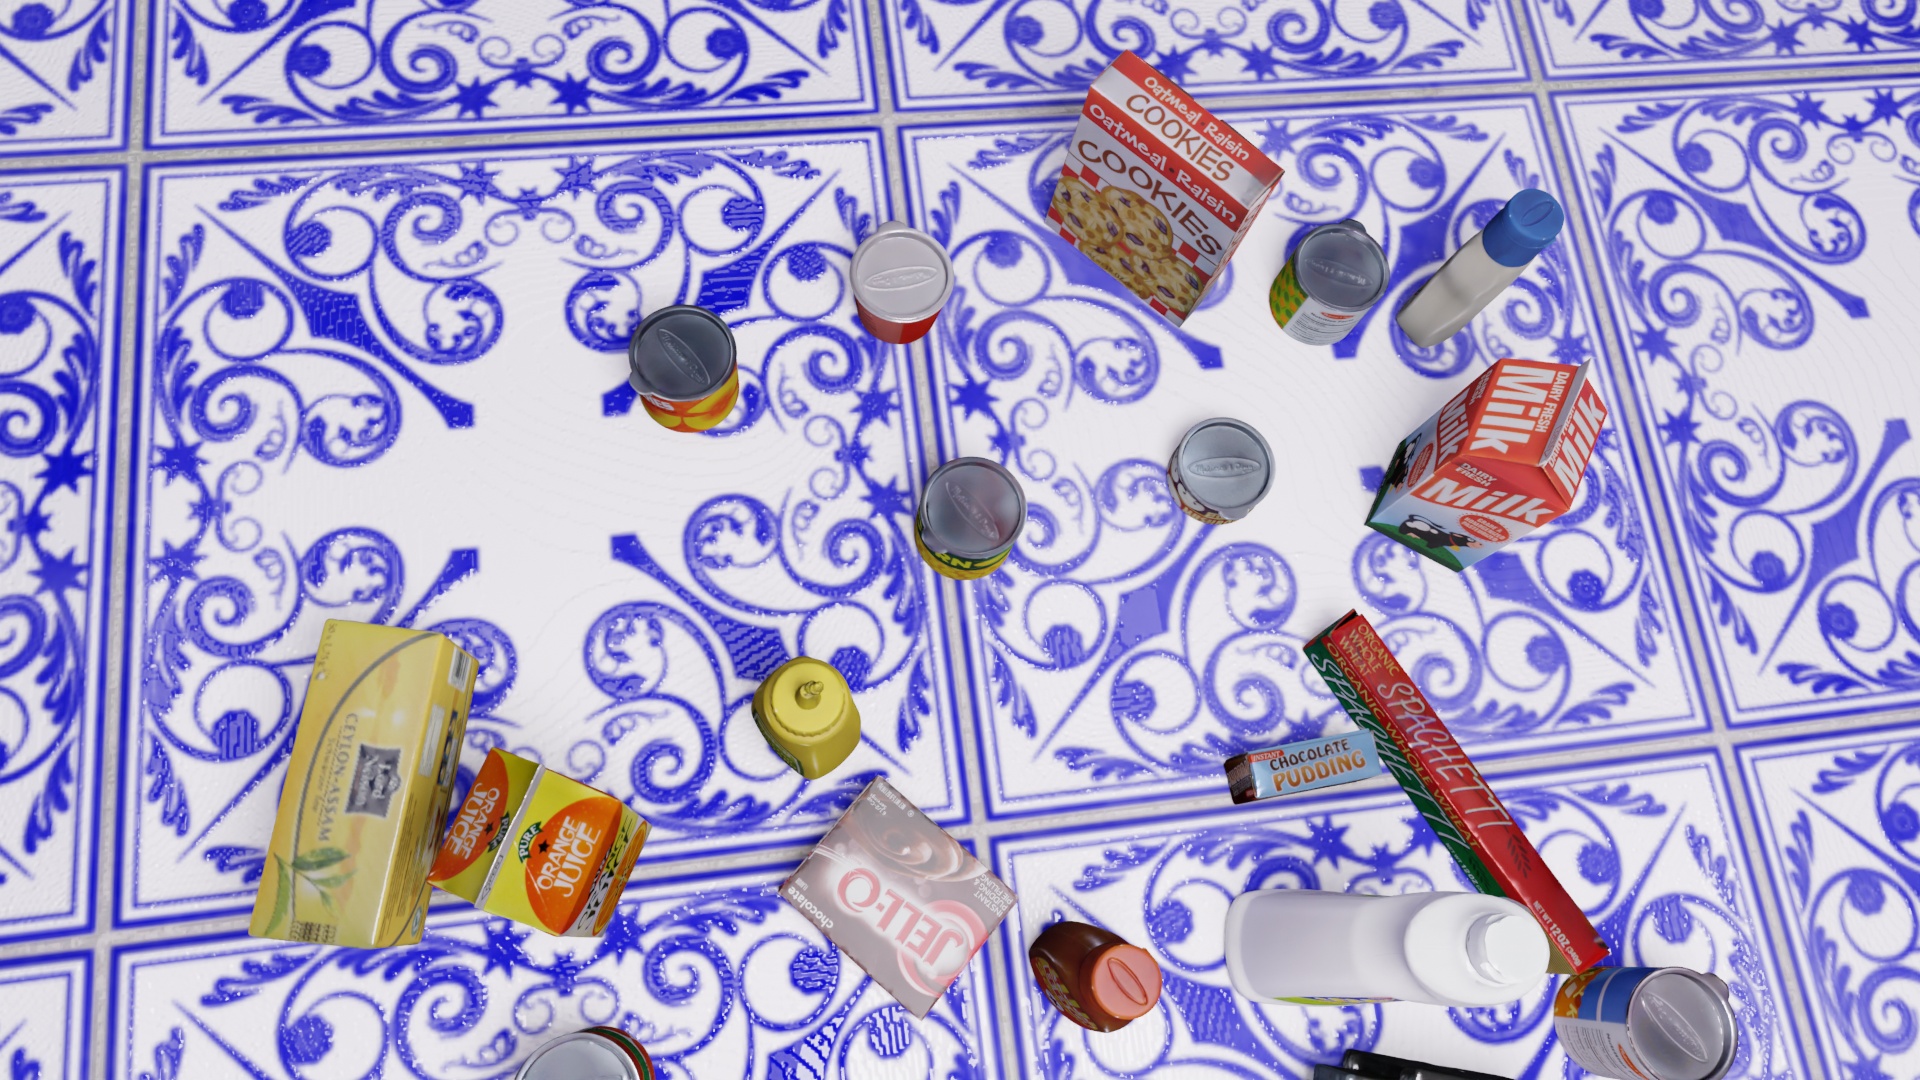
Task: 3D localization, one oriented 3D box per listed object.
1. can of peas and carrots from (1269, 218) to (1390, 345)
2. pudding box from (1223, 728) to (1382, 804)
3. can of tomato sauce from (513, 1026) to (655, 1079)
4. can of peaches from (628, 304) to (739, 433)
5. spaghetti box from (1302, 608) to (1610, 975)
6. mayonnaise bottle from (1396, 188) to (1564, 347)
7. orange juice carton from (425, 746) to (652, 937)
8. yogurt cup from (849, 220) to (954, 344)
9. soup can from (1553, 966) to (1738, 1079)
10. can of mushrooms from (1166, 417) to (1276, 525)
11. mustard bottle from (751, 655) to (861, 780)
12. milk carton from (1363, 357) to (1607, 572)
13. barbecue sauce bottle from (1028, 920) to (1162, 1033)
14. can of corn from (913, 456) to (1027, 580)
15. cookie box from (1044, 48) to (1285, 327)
[{"bbox_3d":[0.253,-0.177,0.956,0.071,0.058,0.071,2,73,-6],"label":"can of peas and carrots"},{"bbox_3d":[0.211,0.140,0.859,0.084,0.049,0.030,-9,75,-9],"label":"pudding box"},{"bbox_3d":[-0.199,0.299,0.746,0.071,0.083,0.071,2,73,-6],"label":"can of tomato sauce"},{"bbox_3d":[-0.177,-0.107,0.885,0.071,0.058,0.071,2,73,-6],"label":"can of peaches"},{"bbox_3d":[0.303,0.156,0.865,0.029,0.050,0.250,-32,79,-14],"label":"spaghetti box"},{"bbox_3d":[0.346,-0.181,0.921,0.065,0.147,0.041,-35,80,-15],"label":"mayonnaise bottle"},{"bbox_3d":[-0.218,0.161,0.728,0.073,0.192,0.072,22,73,0],"label":"orange juice carton"},{"bbox_3d":[-0.040,-0.165,0.921,0.072,0.053,0.072,2,73,-6],"label":"yogurt cup"},{"bbox_3d":[0.404,0.284,0.820,0.071,0.083,0.071,2,73,-6],"label":"soup can"},{"bbox_3d":[0.172,-0.043,0.919,0.071,0.033,0.071,2,73,-6],"label":"can of mushrooms"},{"bbox_3d":[-0.087,0.095,0.781,0.049,0.159,0.065,-41,82,-15],"label":"mustard bottle"},{"bbox_3d":[0.328,-0.048,0.856,0.073,0.190,0.072,28,73,2],"label":"milk carton"},{"bbox_3d":[0.076,0.240,0.762,0.044,0.148,0.065,-37,81,-15],"label":"barbecue sauce bottle"},{"bbox_3d":[0.003,-0.011,0.877,0.071,0.058,0.071,2,73,-6],"label":"can of corn"},{"bbox_3d":[0.126,-0.222,0.898,0.123,0.167,0.040,39,73,6],"label":"cookie box"}]
